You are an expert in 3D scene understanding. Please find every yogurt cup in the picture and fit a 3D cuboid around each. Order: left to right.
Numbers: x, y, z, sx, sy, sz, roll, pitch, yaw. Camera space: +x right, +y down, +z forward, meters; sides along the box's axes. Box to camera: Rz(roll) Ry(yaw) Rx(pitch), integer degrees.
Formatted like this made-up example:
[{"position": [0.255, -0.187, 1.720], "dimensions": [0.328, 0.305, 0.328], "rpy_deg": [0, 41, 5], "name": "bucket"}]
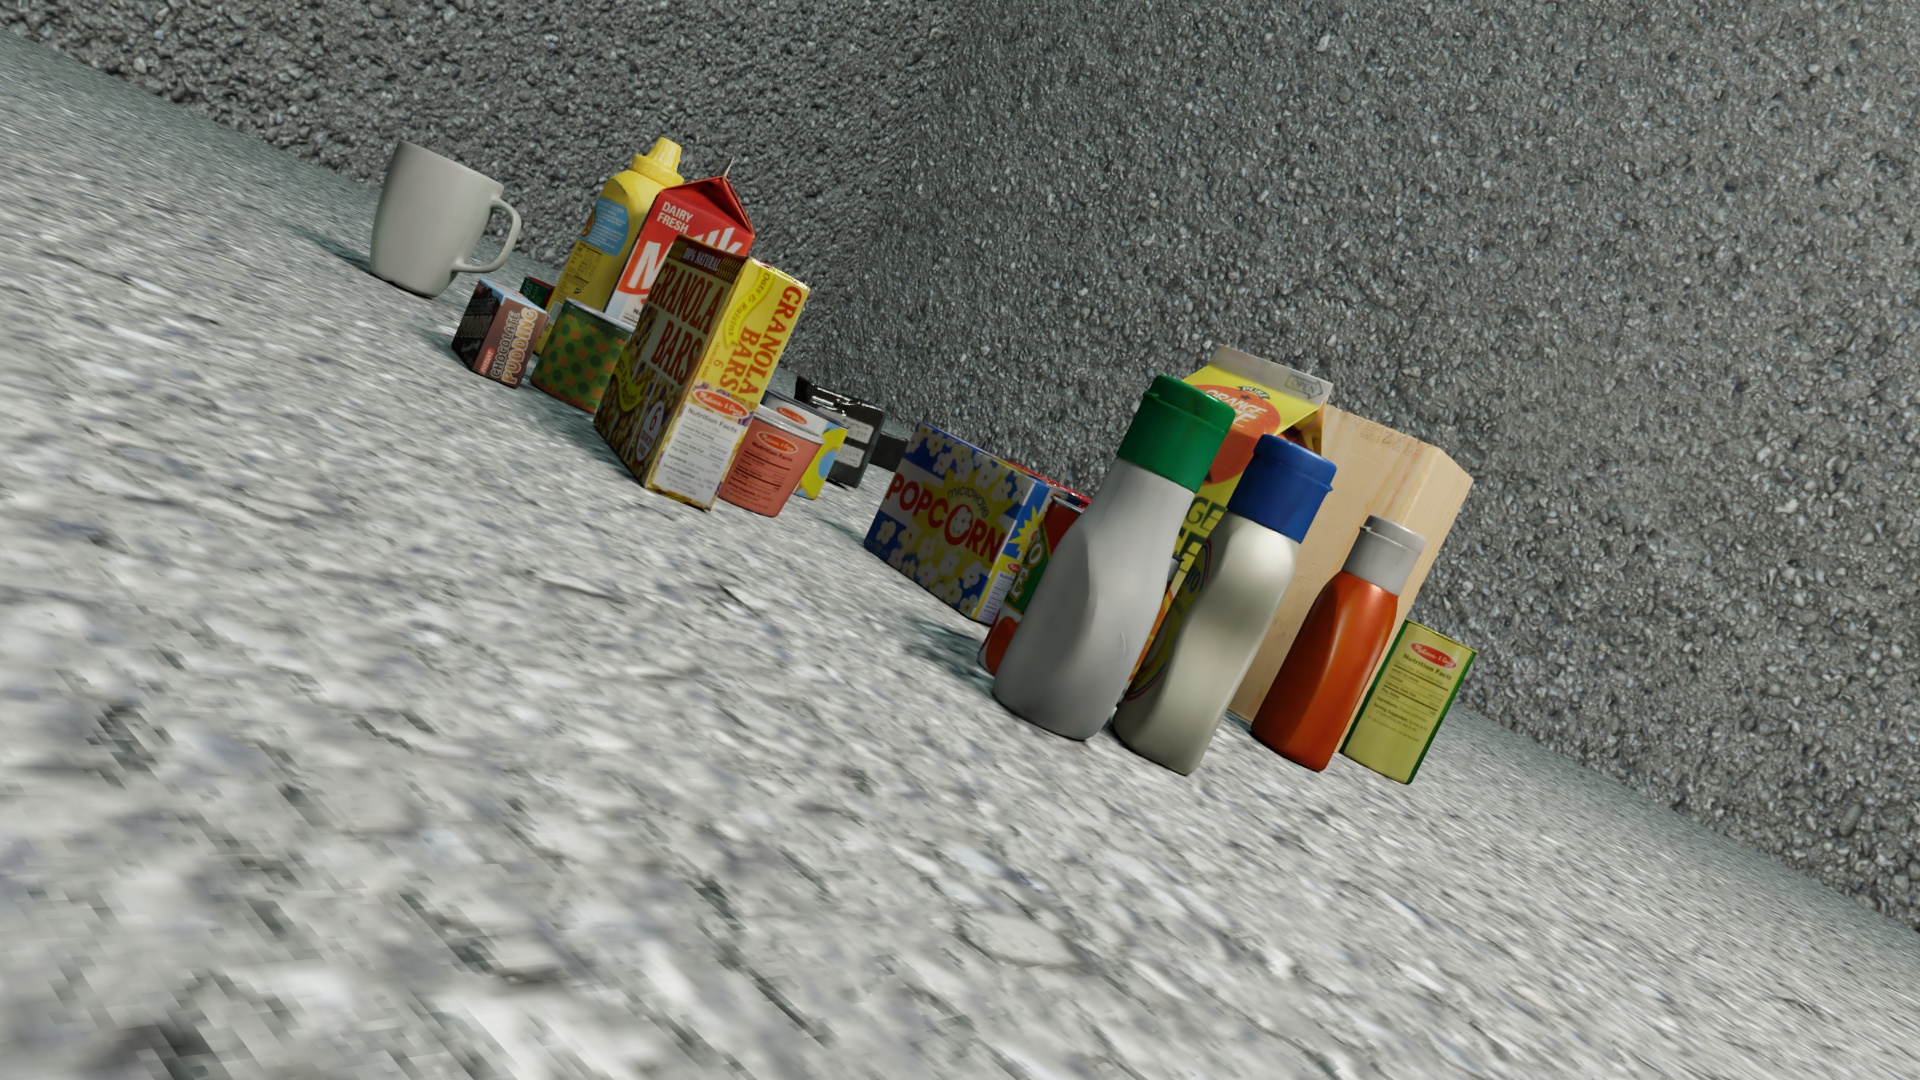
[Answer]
[{"position": [-0.118, -0.048, 0.785], "dimensions": [0.072, 0.054, 0.072], "rpy_deg": [25, 4, -2], "name": "yogurt cup"}]

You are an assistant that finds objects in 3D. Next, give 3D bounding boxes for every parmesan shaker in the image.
[{"position": [0.301, 0.107, 0.962], "dimensions": [0.071, 0.103, 0.071], "rpy_deg": [25, 4, -2], "name": "parmesan shaker"}]

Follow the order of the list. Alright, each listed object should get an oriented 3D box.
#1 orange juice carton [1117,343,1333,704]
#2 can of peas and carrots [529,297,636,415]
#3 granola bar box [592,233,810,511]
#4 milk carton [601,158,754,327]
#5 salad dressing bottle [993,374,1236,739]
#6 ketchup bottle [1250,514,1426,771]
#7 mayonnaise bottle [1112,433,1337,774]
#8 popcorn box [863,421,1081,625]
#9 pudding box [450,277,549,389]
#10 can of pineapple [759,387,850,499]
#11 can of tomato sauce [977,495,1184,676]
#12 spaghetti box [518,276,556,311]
[{"position": [0.122, -0.006, 0.726], "dimensions": [0.072, 0.192, 0.073], "rpy_deg": [29, 5, 37], "name": "orange juice carton"}, {"position": [-0.234, -0.115, 0.886], "dimensions": [0.071, 0.058, 0.071], "rpy_deg": [25, 4, -2], "name": "can of peas and carrots"}, {"position": [-0.145, -0.097, 0.748], "dimensions": [0.039, 0.124, 0.166], "rpy_deg": [23, 5, -28], "name": "granola bar box"}, {"position": [-0.204, -0.184, 0.989], "dimensions": [0.073, 0.190, 0.072], "rpy_deg": [24, 4, -18], "name": "milk carton"}, {"position": [0.064, 0.006, 0.564], "dimensions": [0.044, 0.147, 0.064], "rpy_deg": [24, 4, -21], "name": "salad dressing bottle"}, {"position": [0.223, 0.058, 0.815], "dimensions": [0.043, 0.148, 0.065], "rpy_deg": [25, 4, -9], "name": "ketchup bottle"}, {"position": [0.116, 0.027, 0.610], "dimensions": [0.041, 0.148, 0.065], "rpy_deg": [25, 4, -3], "name": "mayonnaise bottle"}, {"position": [0.003, -0.010, 0.804], "dimensions": [0.038, 0.085, 0.127], "rpy_deg": [22, 6, -39], "name": "popcorn box"}, {"position": [-0.277, -0.126, 0.835], "dimensions": [0.030, 0.049, 0.084], "rpy_deg": [23, 5, -33], "name": "pudding box"}, {"position": [-0.118, -0.067, 0.969], "dimensions": [0.071, 0.058, 0.071], "rpy_deg": [25, 4, -2], "name": "can of pineapple"}, {"position": [0.052, 0.030, 0.633], "dimensions": [0.071, 0.083, 0.071], "rpy_deg": [25, 4, -2], "name": "can of tomato sauce"}, {"position": [-0.300, -0.173, 1.233], "dimensions": [0.029, 0.050, 0.250], "rpy_deg": [27, 5, 26], "name": "spaghetti box"}]
